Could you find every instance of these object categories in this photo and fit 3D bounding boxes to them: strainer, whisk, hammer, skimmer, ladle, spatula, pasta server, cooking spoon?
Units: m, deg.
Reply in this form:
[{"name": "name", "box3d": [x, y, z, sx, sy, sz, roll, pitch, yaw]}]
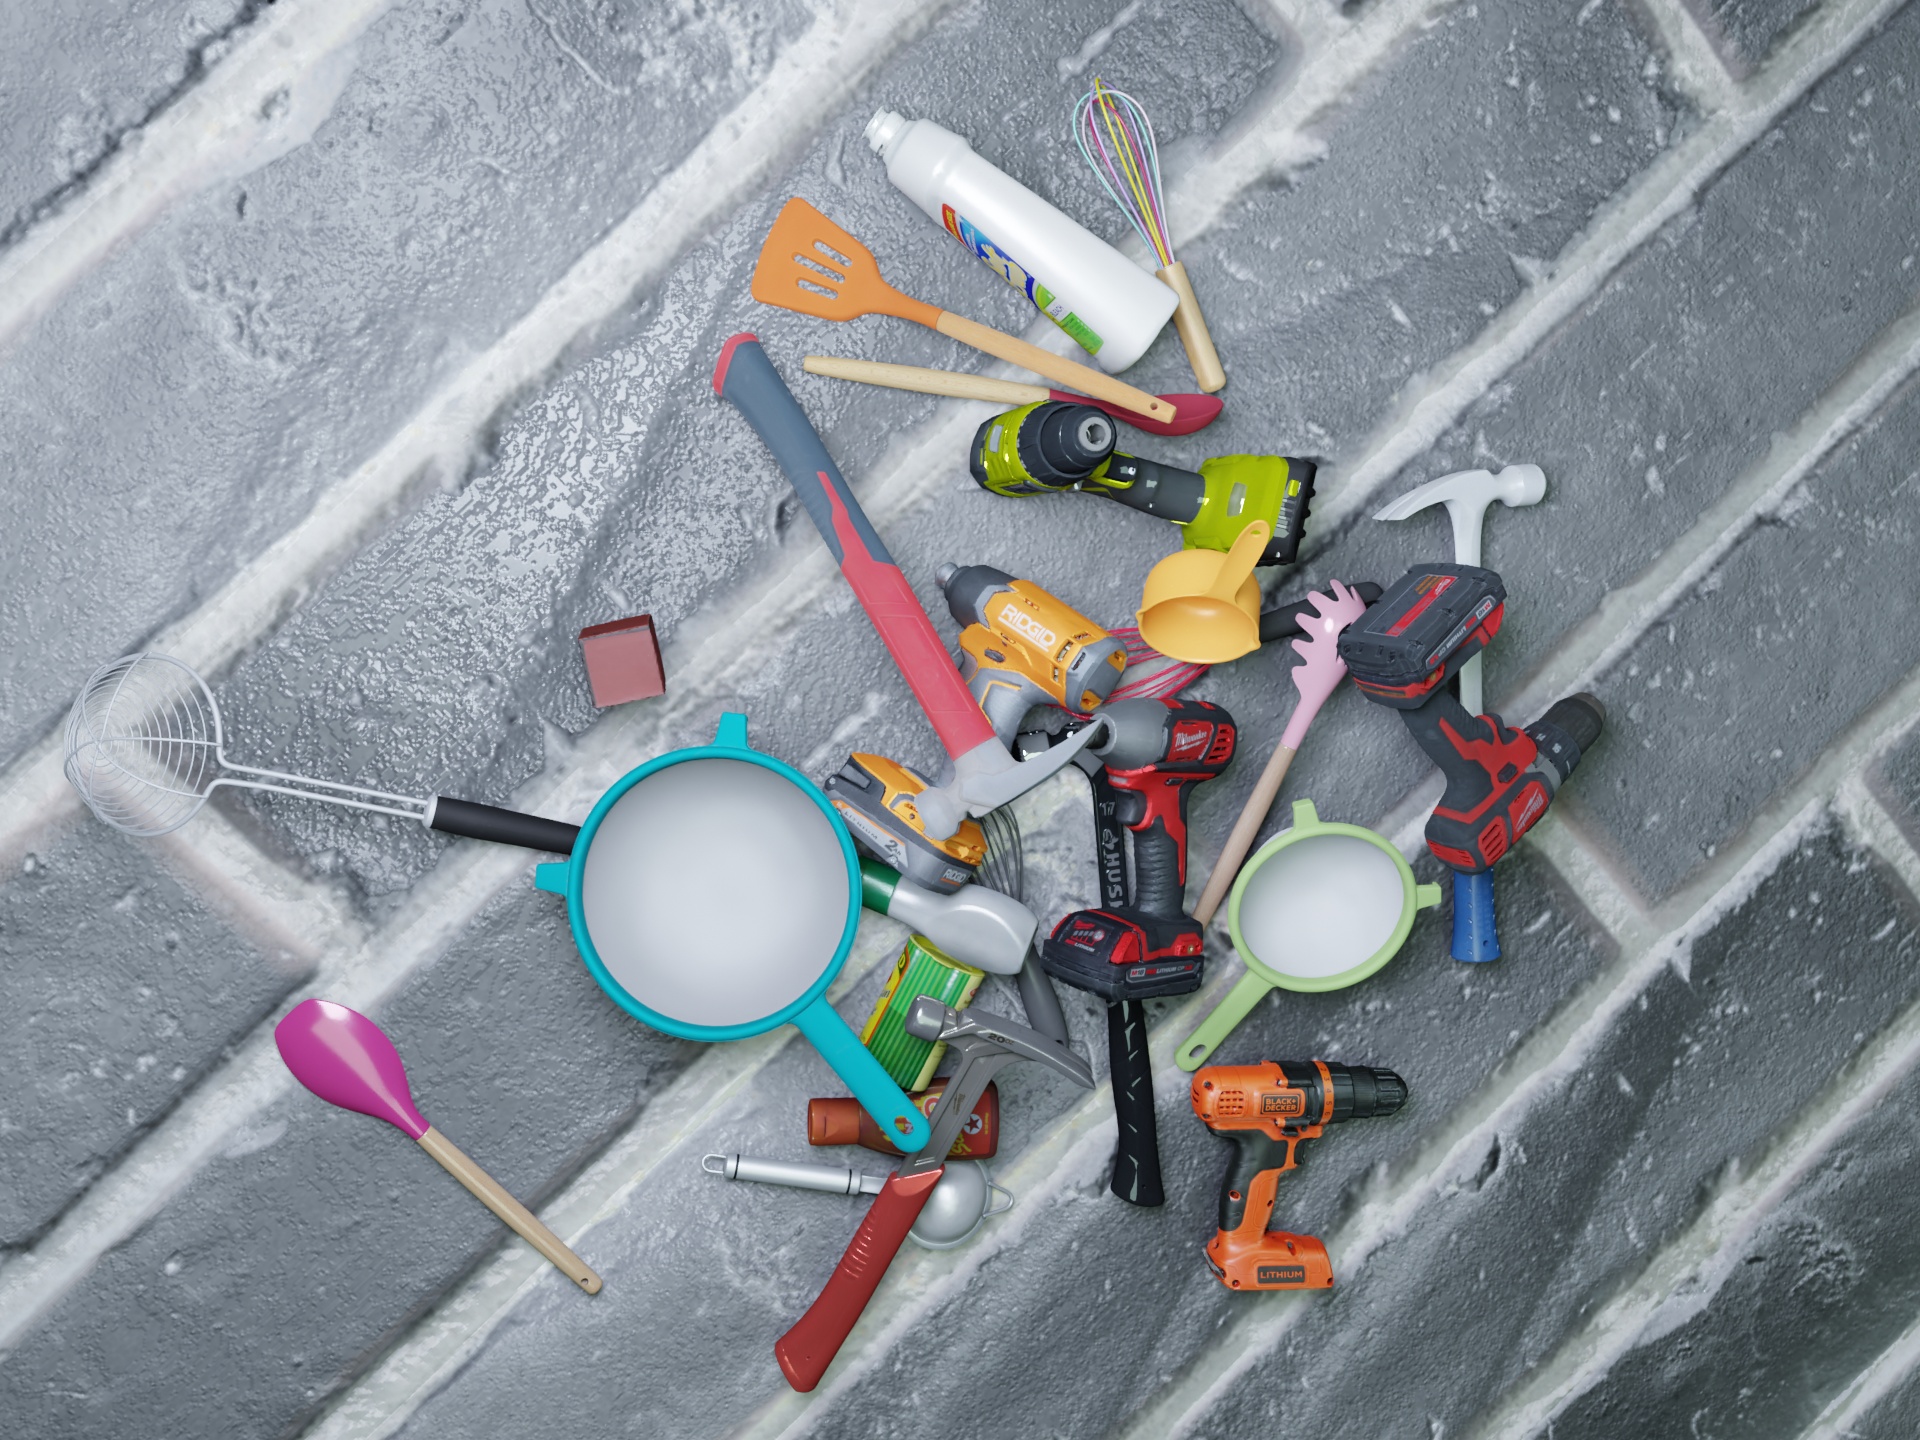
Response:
[{"name": "strainer", "box3d": [-0.077, 0.369, 1.262, 0.258, 0.050, 0.087, 10, 81, -9]}, {"name": "whisk", "box3d": [0.146, -0.361, 1.193, 0.051, 0.047, 0.245, -27, 106, -7]}, {"name": "hammer", "box3d": [0.412, 0.000, 1.298, 0.144, 0.035, 0.405, -8, 101, -18]}, {"name": "hammer", "box3d": [-0.051, -0.116, 1.121, 0.143, 0.038, 0.386, -31, 82, 4]}, {"name": "skimmer", "box3d": [-0.445, 0.046, 1.144, 0.363, 0.090, 0.127, 14, 93, -23]}, {"name": "hammer", "box3d": [0.133, 0.199, 1.280, 0.149, 0.036, 0.409, -8, 100, -11]}, {"name": "ladle", "box3d": [0.040, -0.245, 1.188, 0.315, 0.069, 0.031, 7, 115, -7]}, {"name": "hammer", "box3d": [-0.041, 0.379, 1.224, 0.149, 0.037, 0.359, 24, 108, -10]}, {"name": "strainer", "box3d": [0.254, 0.178, 1.294, 0.151, 0.069, 0.256, 32, 109, -15]}, {"name": "spatula", "box3d": [0.005, -0.280, 1.142, 0.323, 0.041, 0.081, 25, 93, 12]}, {"name": "pasta server", "box3d": [0.244, 0.040, 1.261, 0.060, 0.040, 0.316, 14, 108, -32]}, {"name": "whisk", "box3d": [0.200, -0.060, 1.243, 0.296, 0.073, 0.073, -18, 102, -13]}, {"name": "cooking spoon", "box3d": [-0.388, 0.329, 1.203, 0.069, 0.017, 0.318, -43, 103, -2]}, {"name": "strainer", "box3d": [-0.134, 0.172, 1.170, 0.211, 0.095, 0.340, -39, 91, 1]}, {"name": "whisk", "box3d": [0.045, 0.163, 1.253, 0.055, 0.055, 0.238, -21, 106, -7]}]

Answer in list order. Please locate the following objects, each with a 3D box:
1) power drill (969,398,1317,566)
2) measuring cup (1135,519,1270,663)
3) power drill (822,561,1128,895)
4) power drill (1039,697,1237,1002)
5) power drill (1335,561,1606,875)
[{"name": "power drill", "box3d": [0.135, -0.176, 1.146, 0.228, 0.191, 0.080, 13, 91, -18]}, {"name": "measuring cup", "box3d": [0.186, -0.107, 1.134, 0.095, 0.173, 0.052, 14, 58, -5]}, {"name": "power drill", "box3d": [-0.002, -0.004, 1.180, 0.164, 0.084, 0.226, 37, 93, 26]}, {"name": "power drill", "box3d": [0.131, 0.091, 1.184, 0.143, 0.079, 0.219, 3, 97, -42]}, {"name": "power drill", "box3d": [0.407, -0.015, 1.232, 0.188, 0.080, 0.226, -41, 116, -17]}]
